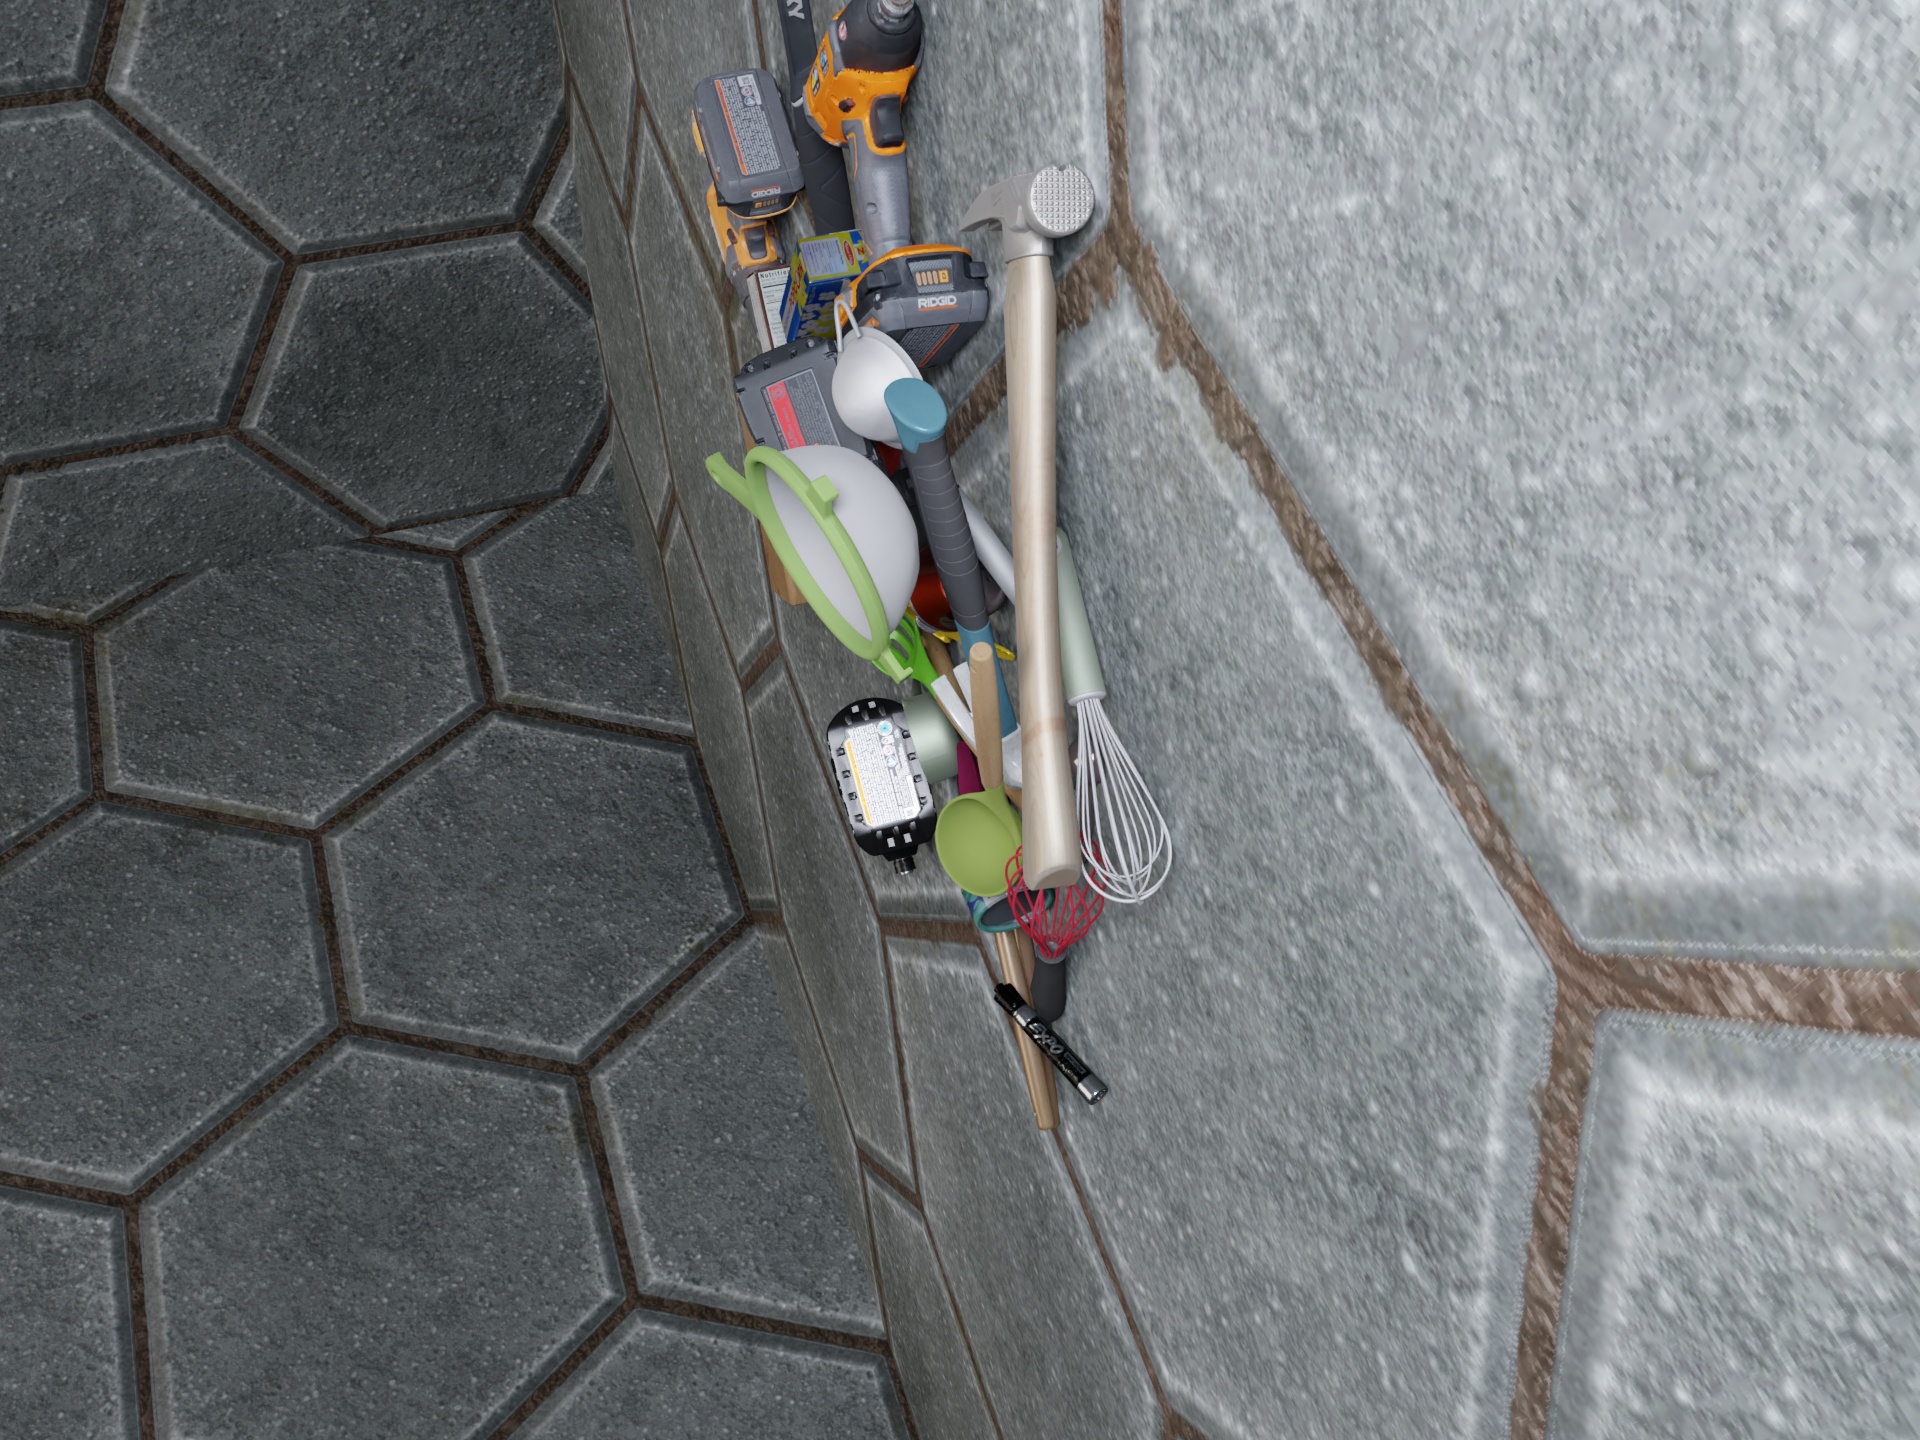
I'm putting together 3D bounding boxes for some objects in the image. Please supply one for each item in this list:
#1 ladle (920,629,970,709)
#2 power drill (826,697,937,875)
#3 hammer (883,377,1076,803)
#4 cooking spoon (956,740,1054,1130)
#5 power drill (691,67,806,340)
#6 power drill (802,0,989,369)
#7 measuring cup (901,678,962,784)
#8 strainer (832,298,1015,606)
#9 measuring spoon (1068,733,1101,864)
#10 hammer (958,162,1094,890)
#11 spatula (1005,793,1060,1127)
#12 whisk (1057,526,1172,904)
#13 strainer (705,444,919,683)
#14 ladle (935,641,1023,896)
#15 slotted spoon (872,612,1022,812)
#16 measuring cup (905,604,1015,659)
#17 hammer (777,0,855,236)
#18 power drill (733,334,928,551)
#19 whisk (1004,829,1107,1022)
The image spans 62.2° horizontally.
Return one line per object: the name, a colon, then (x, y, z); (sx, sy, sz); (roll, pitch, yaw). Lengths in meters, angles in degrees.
ladle: (-0.038, -0.099, 1.361); (0.069, 0.031, 0.316); (103, 148, -57)
power drill: (-0.071, 0.062, 1.488); (0.223, 0.080, 0.171); (118, 137, -85)
hammer: (0.005, -0.076, 1.039); (0.128, 0.033, 0.330); (42, 158, 42)
cooking spoon: (0.036, 0.172, 1.282); (0.069, 0.017, 0.319); (161, 97, -76)
power drill: (-0.192, -0.470, 1.486); (0.226, 0.084, 0.185); (123, 131, -75)
power drill: (-0.046, -0.361, 1.052); (0.164, 0.084, 0.226); (163, 96, -73)
measuring cup: (-0.022, -0.007, 1.380); (0.168, 0.038, 0.083); (-96, -12, -64)
strainer: (-0.016, -0.158, 1.045); (0.258, 0.050, 0.087); (52, 150, -14)
measuring spoon: (0.080, 0.059, 1.087); (0.124, 0.018, 0.034); (90, 159, -45)
hammer: (0.042, -0.104, 0.939); (0.146, 0.038, 0.410); (-150, 56, -71)
spatula: (0.051, 0.187, 1.306); (0.060, 0.018, 0.316); (-156, 55, -72)
whisk: (0.080, -0.006, 0.981); (0.059, 0.058, 0.246); (32, -136, -72)
strainer: (-0.092, -0.139, 1.031); (0.257, 0.069, 0.151); (42, 159, 50)
ladle: (0.011, 0.036, 1.050); (0.078, 0.062, 0.320); (45, 164, 20)
slotted spoon: (-0.002, -0.004, 1.260); (0.314, 0.031, 0.070); (52, 134, 42)
measuring cup: (0.003, -0.077, 1.225); (0.062, 0.029, 0.157); (42, 171, -35)
hammer: (-0.108, -0.473, 1.140); (0.408, 0.149, 0.036); (82, 168, -55)
power drill: (-0.079, -0.197, 1.203); (0.227, 0.080, 0.188); (-39, -71, -76)
whisk: (0.067, 0.158, 1.159); (0.295, 0.073, 0.073); (88, 162, -58)
